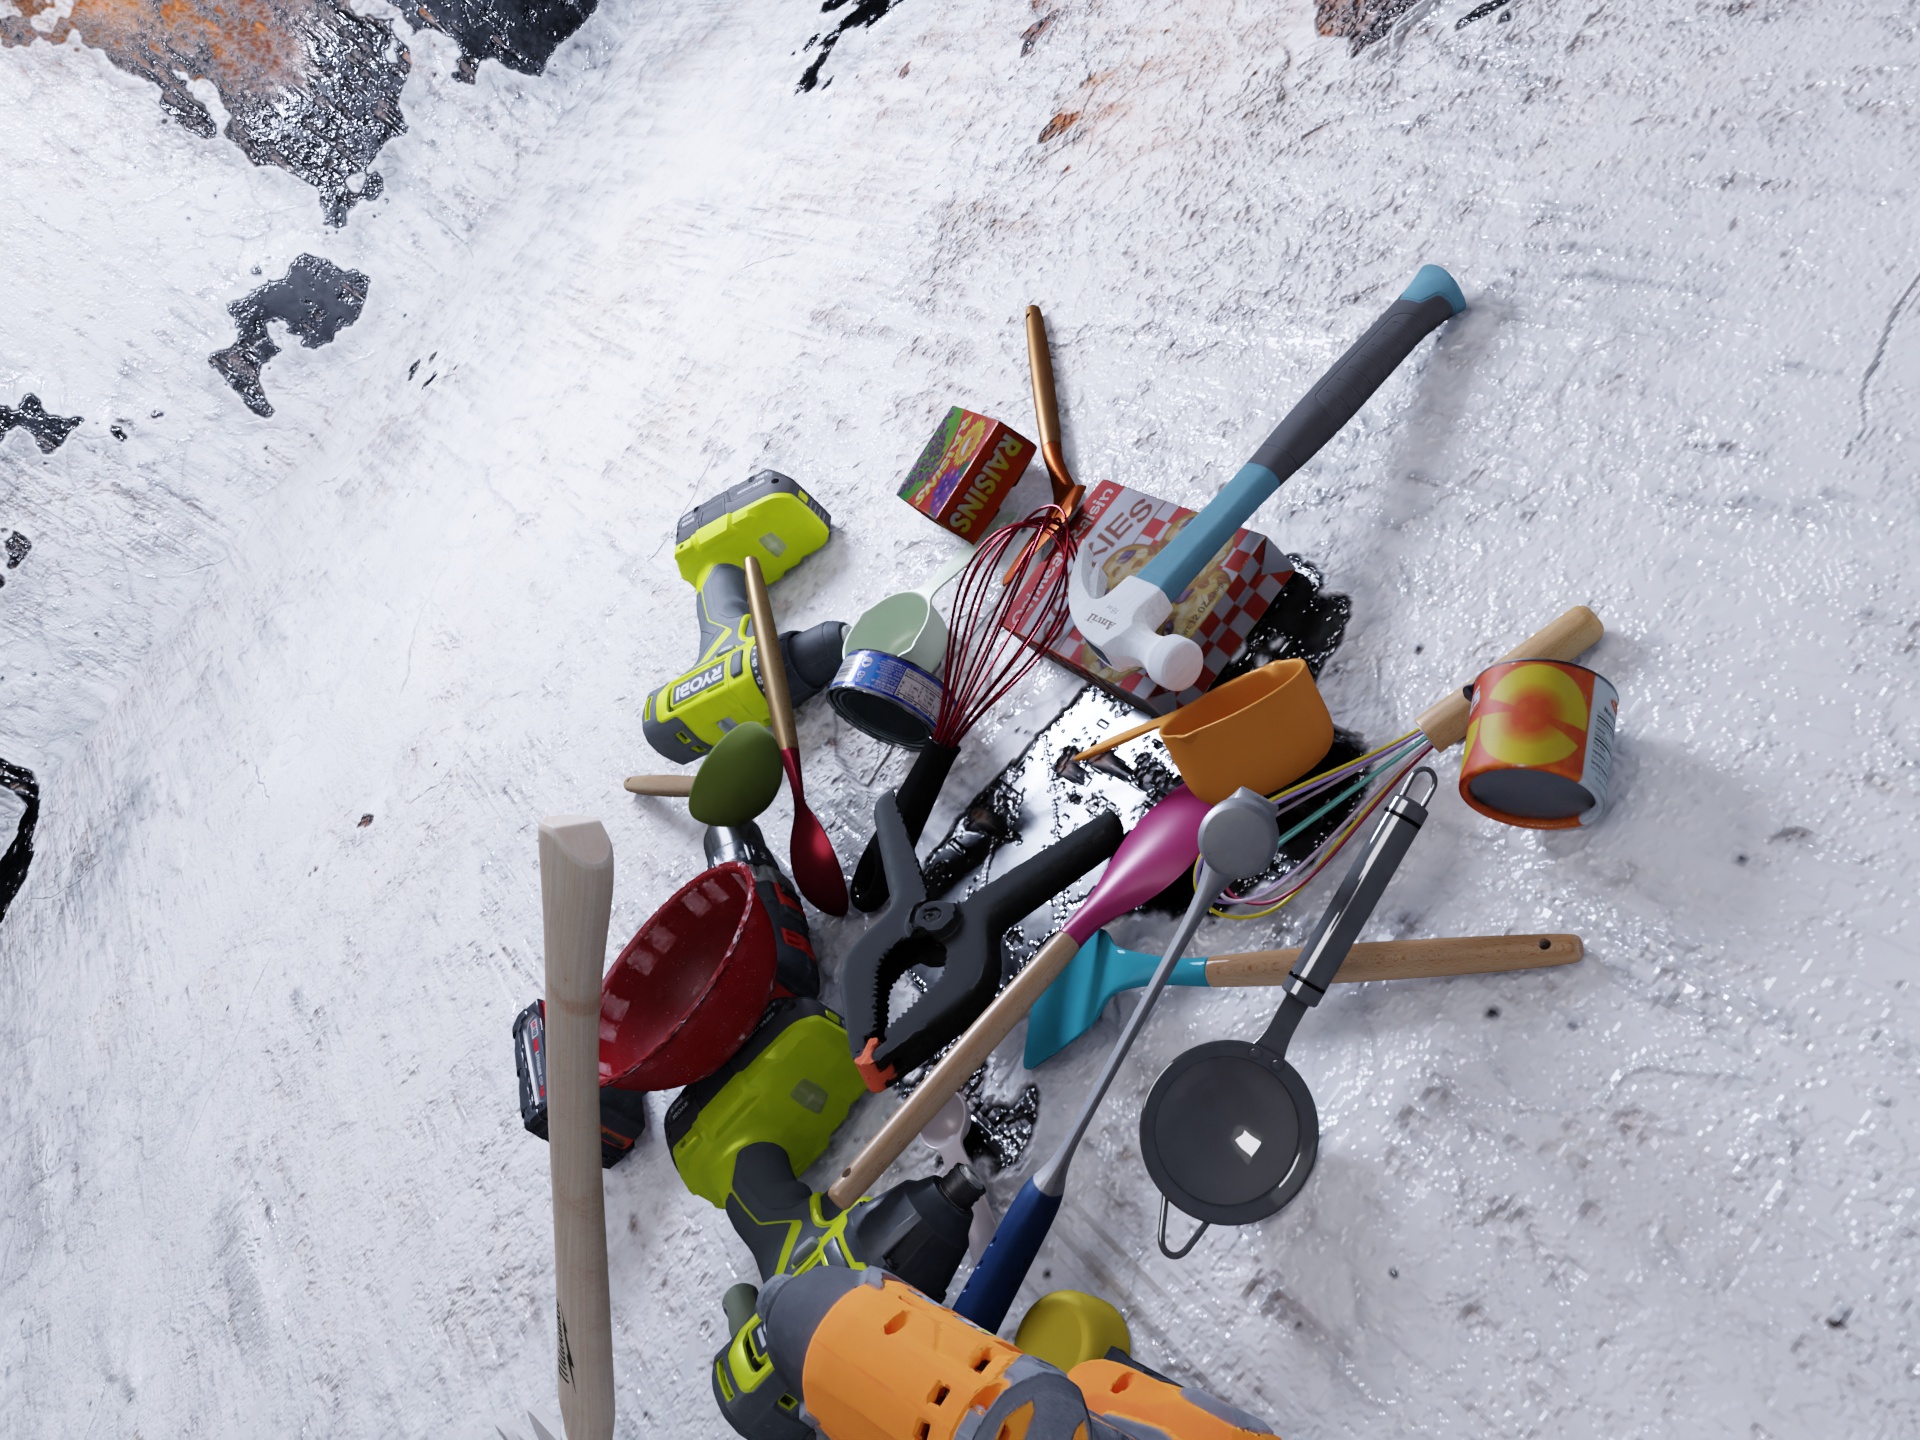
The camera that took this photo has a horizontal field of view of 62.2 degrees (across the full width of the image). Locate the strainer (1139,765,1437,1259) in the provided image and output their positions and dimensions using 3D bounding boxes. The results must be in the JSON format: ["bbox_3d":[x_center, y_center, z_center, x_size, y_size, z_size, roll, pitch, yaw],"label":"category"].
[{"bbox_3d":[0.159,0.135,0.755,0.258,0.087,0.050,-60,3,0],"label":"strainer"}]

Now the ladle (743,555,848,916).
[{"bbox_3d":[-0.125,0.002,1.135,0.069,0.031,0.316,106,154,-51],"label":"ladle"}]

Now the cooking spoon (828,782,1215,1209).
[{"bbox_3d":[0.042,0.136,0.854,0.319,0.017,0.069,-45,23,-21],"label":"cooking spoon"}]

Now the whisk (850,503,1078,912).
[{"bbox_3d":[-0.002,-0.003,1.016,0.295,0.073,0.073,-63,35,14],"label":"whisk"}]

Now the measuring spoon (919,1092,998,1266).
[{"bbox_3d":[0.007,0.258,0.870,0.034,0.018,0.124,-39,46,16],"label":"measuring spoon"}]

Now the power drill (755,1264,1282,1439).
[{"bbox_3d":[0.026,0.285,0.646,0.164,0.226,0.084,8,66,49],"label":"power drill"}]

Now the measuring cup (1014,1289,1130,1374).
[{"bbox_3d":[0.019,0.342,0.770,0.156,0.029,0.062,-49,37,1],"label":"measuring cup"}]

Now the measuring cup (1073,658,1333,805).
[{"bbox_3d":[0.132,0.019,0.892,0.095,0.052,0.173,-35,8,-40],"label":"measuring cup"}]

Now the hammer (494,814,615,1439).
[{"bbox_3d":[-0.222,0.254,0.901,0.146,0.038,0.410,11,104,47],"label":"hammer"}]

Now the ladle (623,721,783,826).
[{"bbox_3d":[-0.210,0.041,1.184,0.078,0.062,0.320,-53,21,-19],"label":"ladle"}]

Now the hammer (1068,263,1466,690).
[{"bbox_3d":[0.190,-0.155,0.950,0.331,0.033,0.128,-46,38,-12],"label":"hammer"}]

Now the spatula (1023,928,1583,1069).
[{"bbox_3d":[0.157,0.130,0.811,0.317,0.044,0.082,-10,52,36],"label":"spatula"}]

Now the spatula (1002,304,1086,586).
[{"bbox_3d":[0.059,-0.221,1.184,0.081,0.041,0.323,-46,32,36],"label":"spatula"}]

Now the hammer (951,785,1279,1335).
[{"bbox_3d":[0.049,0.213,0.766,0.035,0.144,0.405,28,98,11],"label":"hammer"}]

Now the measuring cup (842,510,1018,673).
[{"bbox_3d":[-0.012,-0.085,1.156,0.167,0.038,0.083,-44,36,-7],"label":"measuring cup"}]

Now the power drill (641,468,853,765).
[{"bbox_3d":[-0.162,-0.089,1.279,0.190,0.080,0.229,-25,47,25],"label":"power drill"}]

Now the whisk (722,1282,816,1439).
[{"bbox_3d":[-0.084,0.386,0.835,0.059,0.057,0.247,-20,31,-15],"label":"whisk"}]

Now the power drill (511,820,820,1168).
[{"bbox_3d":[-0.203,0.178,1.103,0.226,0.080,0.188,-40,38,10],"label":"power drill"}]

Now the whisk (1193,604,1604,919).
[{"bbox_3d":[0.224,0.024,0.818,0.245,0.051,0.047,-38,70,11],"label":"whisk"}]

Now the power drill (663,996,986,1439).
[{"bbox_3d":[-0.079,0.259,0.881,0.171,0.080,0.223,-47,31,3],"label":"power drill"}]
